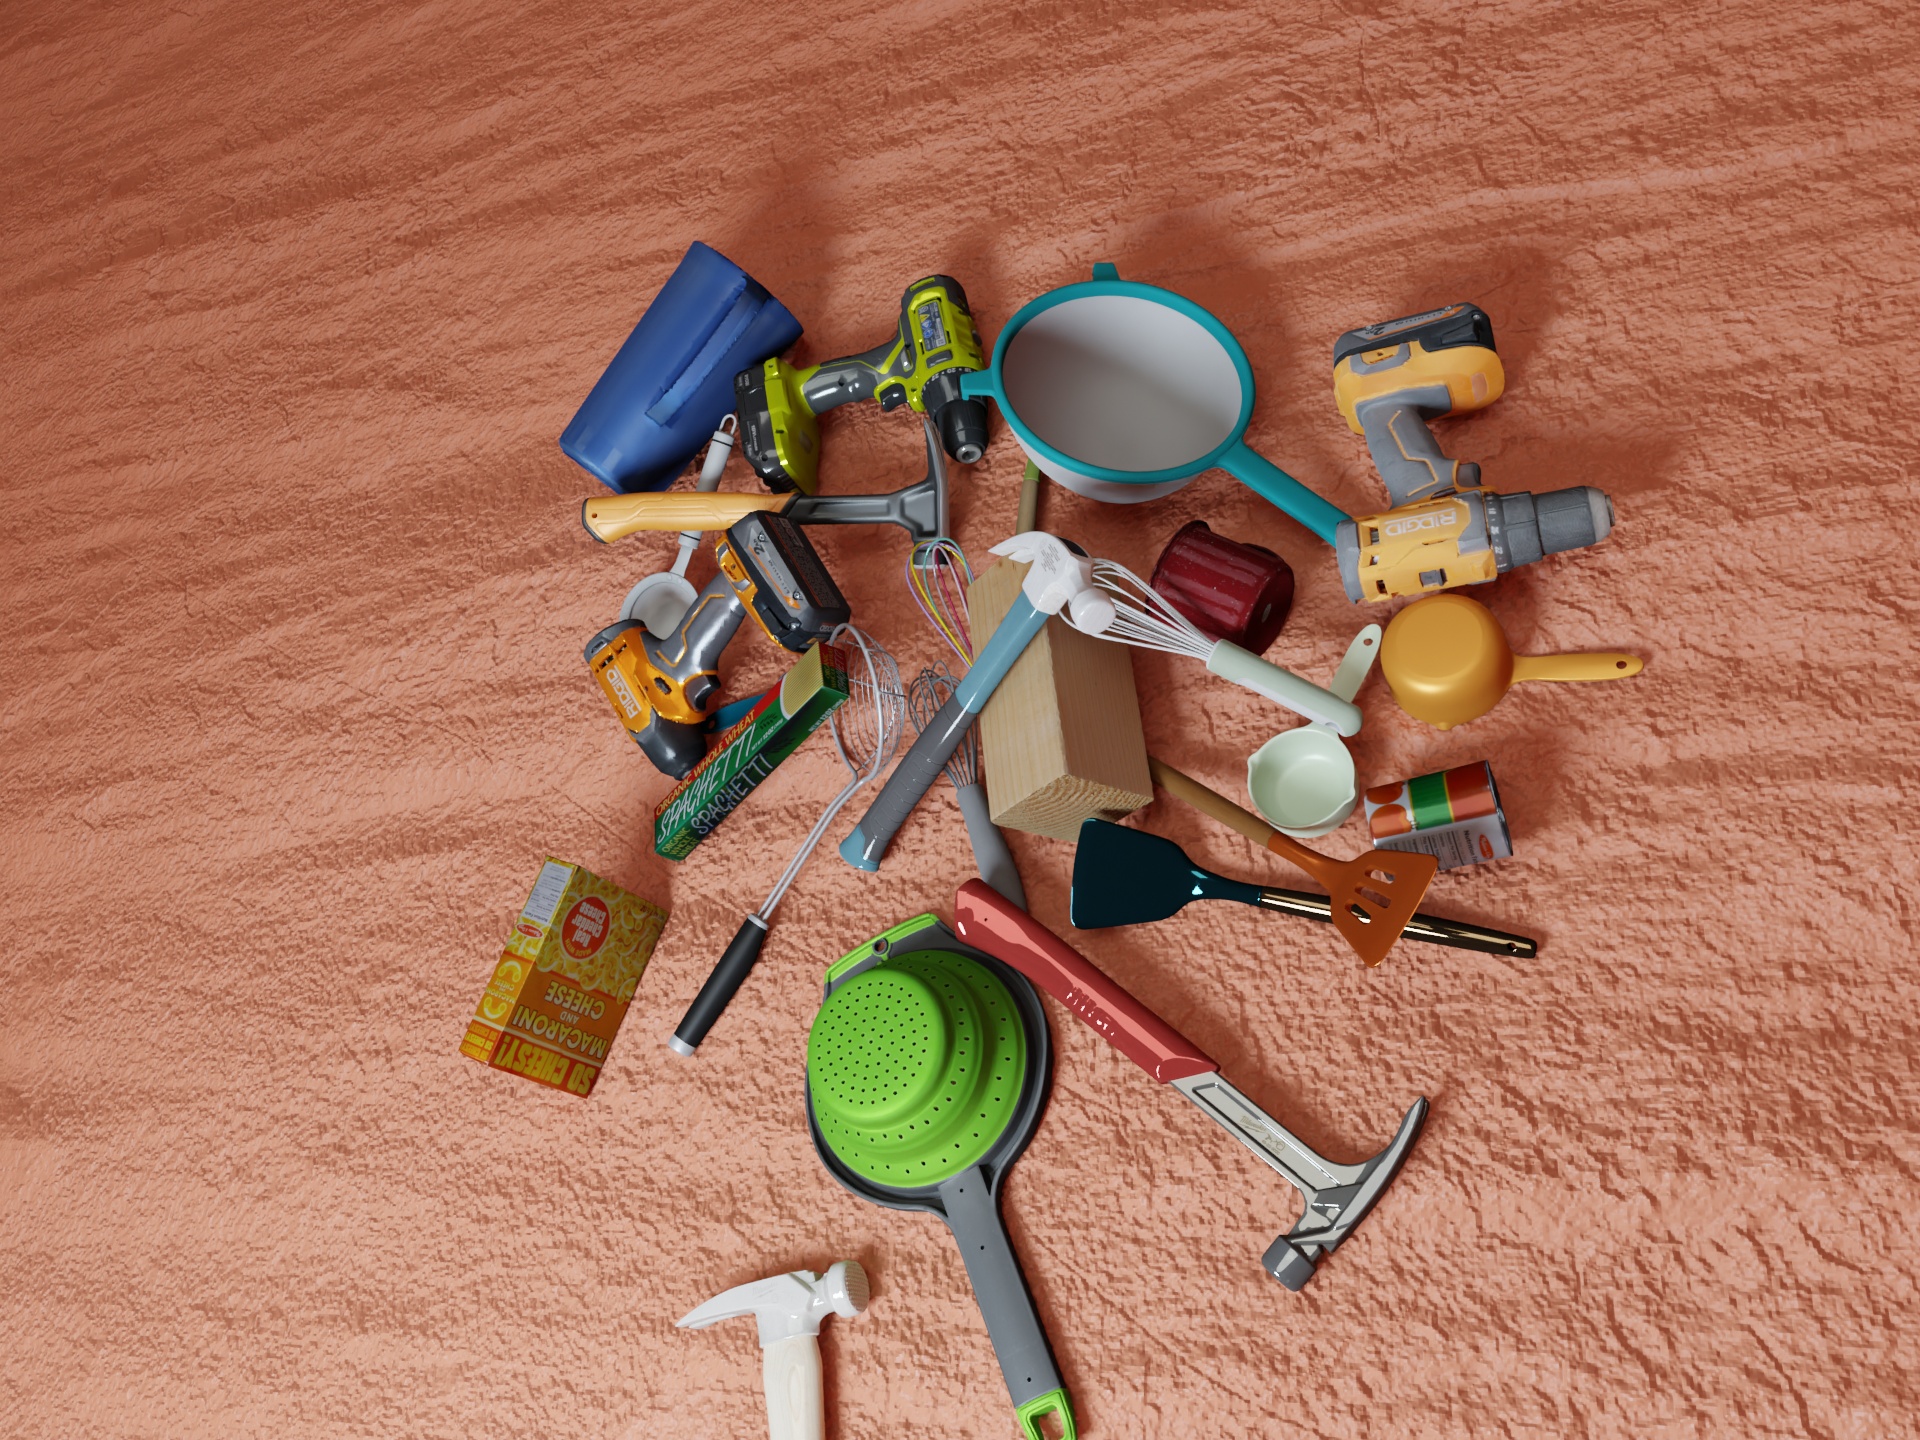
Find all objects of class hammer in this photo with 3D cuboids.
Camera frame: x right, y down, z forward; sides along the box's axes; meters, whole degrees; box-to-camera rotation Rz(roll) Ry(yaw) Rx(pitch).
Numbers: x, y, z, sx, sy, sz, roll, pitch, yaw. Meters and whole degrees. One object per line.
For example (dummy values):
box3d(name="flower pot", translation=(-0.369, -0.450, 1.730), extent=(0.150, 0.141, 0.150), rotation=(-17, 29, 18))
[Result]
box3d(name="hammer", translation=(-0.002, -0.004, 1.197), extent=(0.331, 0.033, 0.128), rotation=(-55, 39, 29))
box3d(name="hammer", translation=(-0.175, -0.193, 1.395), extent=(0.337, 0.034, 0.127), rotation=(0, 96, 14))
box3d(name="hammer", translation=(-0.108, 0.583, 1.053), extent=(0.146, 0.038, 0.411), rotation=(-21, 59, 18))
box3d(name="hammer", translation=(0.136, 0.214, 1.096), extent=(0.359, 0.036, 0.149), rotation=(37, 86, 30))

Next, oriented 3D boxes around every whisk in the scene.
box3d(name="whisk", translation=(0.020, -0.046, 1.277), extent=(0.051, 0.047, 0.245), rotation=(-34, 67, 25))
box3d(name="whisk", translation=(0.009, 0.055, 1.247), extent=(0.055, 0.055, 0.239), rotation=(-27, 61, 13))
box3d(name="whisk", translation=(0.176, -0.051, 1.146), extent=(0.246, 0.057, 0.059), rotation=(29, 80, 19))

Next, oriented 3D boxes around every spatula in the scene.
box3d(name="spatula", translation=(0.197, 0.070, 1.106), extent=(0.323, 0.041, 0.081), rotation=(32, 92, 48))
box3d(name="spatula", translation=(0.231, 0.130, 1.100), extent=(0.317, 0.044, 0.082), rotation=(8, 94, 28))

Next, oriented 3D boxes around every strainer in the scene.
box3d(name="strainer", translation=(0.175, -0.213, 1.274), extent=(0.340, 0.095, 0.211), rotation=(38, 63, 15))
box3d(name="strainer", translation=(-0.248, -0.155, 1.451), extent=(0.087, 0.050, 0.258), rotation=(21, 94, 23))

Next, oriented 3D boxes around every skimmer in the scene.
box3d(name="skimmer", translation=(-0.153, 0.096, 1.281), extent=(0.363, 0.090, 0.127), rotation=(-58, 25, -6))

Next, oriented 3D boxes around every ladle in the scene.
box3d(name="ladle", translation=(0.048, -0.181, 1.338), extent=(0.078, 0.062, 0.320), rotation=(-18, 59, 50))

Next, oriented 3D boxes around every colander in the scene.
box3d(name="colander", translation=(-0.016, 0.306, 1.105), extent=(0.204, 0.094, 0.398), rotation=(-30, 56, 10))

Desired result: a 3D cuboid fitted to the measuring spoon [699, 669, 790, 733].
box3d(name="measuring spoon", translation=(-0.176, -0.009, 1.392), extent=(0.128, 0.021, 0.042), rotation=(-20, 61, 28))

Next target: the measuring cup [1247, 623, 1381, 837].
box3d(name="measuring cup", translation=(0.268, 0.009, 1.145), extent=(0.083, 0.038, 0.168), rotation=(20, 75, 33))

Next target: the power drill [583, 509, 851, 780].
box3d(name="power drill", translation=(-0.205, -0.055, 1.358), extent=(0.226, 0.084, 0.164), rotation=(-37, 76, 21))

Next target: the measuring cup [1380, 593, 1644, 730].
box3d(name="measuring cup", translation=(0.379, -0.046, 1.105), extent=(0.174, 0.052, 0.095), rotation=(0, 66, 29))

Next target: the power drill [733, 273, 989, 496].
box3d(name="power drill", translation=(-0.082, -0.286, 1.442), extent=(0.228, 0.080, 0.191), rotation=(-19, 61, 15))

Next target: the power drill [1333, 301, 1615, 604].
box3d(name="power drill", translation=(0.363, -0.196, 1.157), extent=(0.185, 0.084, 0.226), rotation=(-10, 55, 21))
